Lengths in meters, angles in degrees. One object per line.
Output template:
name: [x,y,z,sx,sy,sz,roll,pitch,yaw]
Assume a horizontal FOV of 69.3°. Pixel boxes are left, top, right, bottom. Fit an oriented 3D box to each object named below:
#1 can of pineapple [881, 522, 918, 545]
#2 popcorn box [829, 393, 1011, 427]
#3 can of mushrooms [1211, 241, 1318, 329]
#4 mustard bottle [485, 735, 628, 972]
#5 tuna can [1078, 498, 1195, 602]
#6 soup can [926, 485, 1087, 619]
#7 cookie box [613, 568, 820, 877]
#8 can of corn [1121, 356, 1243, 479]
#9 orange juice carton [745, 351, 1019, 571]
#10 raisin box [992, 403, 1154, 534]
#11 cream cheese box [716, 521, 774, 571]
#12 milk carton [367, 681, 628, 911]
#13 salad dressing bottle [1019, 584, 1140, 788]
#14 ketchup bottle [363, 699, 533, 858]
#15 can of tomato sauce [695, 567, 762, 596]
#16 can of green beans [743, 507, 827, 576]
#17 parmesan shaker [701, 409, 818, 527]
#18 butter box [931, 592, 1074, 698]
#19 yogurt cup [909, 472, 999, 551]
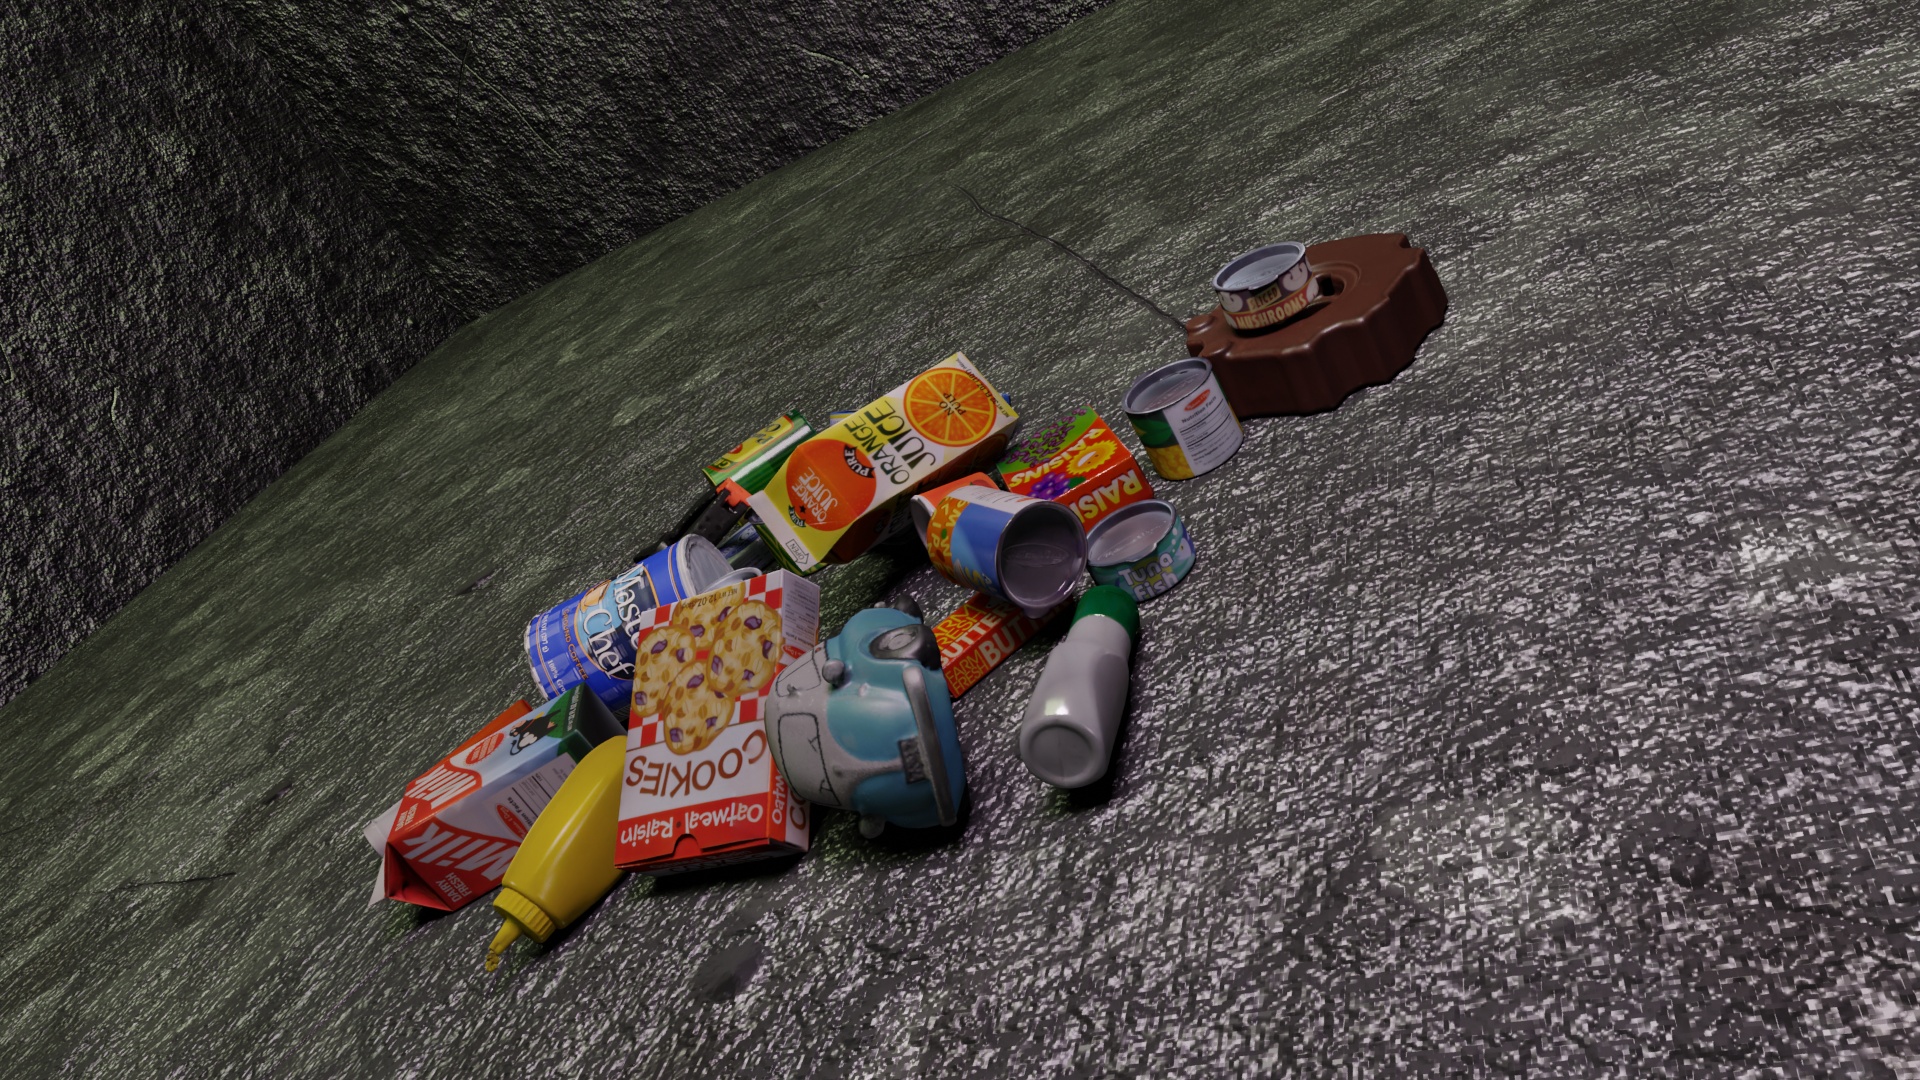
can of pineapple: [-0.066,-0.031,1.085,0.071,0.071,0.058,-43,25,-24]
popcorn box: [-0.032,-0.095,1.137,0.127,0.038,0.085,-12,9,-38]
can of mushrooms: [0.208,-0.173,0.948,0.071,0.033,0.071,-22,25,11]
mustard bottle: [-0.242,0.196,0.860,0.049,0.065,0.161,1,43,44]
tuna can: [0.109,0.008,0.852,0.071,0.032,0.071,-25,25,13]
soup can: [0.027,0.006,0.853,0.071,0.071,0.084,-40,27,-20]
cookie box: [-0.147,0.112,0.843,0.122,0.040,0.168,-17,59,30]
can of corn: [0.151,-0.083,0.948,0.071,0.058,0.071,-25,25,13]
orange juice carton: [-0.057,-0.051,1.006,0.193,0.072,0.072,-33,-17,-25]
raisin box: [0.077,-0.044,0.981,0.086,0.040,0.124,-29,23,2]
cream cheese box: [-0.182,0.009,1.194,0.104,0.024,0.053,-41,24,-22]
milk carton: [-0.321,0.185,0.957,0.190,0.073,0.072,-30,24,2]
salad dressing bottle: [0.068,0.073,0.747,0.044,0.064,0.148,-1,25,17]
ketchup bottle: [-0.382,0.185,1.062,0.149,0.043,0.065,-39,24,-17]
can of tomato sauce: [-0.142,0.070,0.959,0.071,0.083,0.071,-25,25,13]
can of green beans: [-0.130,-0.012,1.133,0.071,0.057,0.071,-25,25,13]
parmesan shaker: [-0.178,-0.067,1.286,0.103,0.071,0.071,-36,24,-11]
butter box: [0.018,0.055,0.878,0.104,0.024,0.053,-38,25,-17]
yogurt cup: [0.003,-0.012,0.977,0.054,0.072,0.072,-29,23,-15]
